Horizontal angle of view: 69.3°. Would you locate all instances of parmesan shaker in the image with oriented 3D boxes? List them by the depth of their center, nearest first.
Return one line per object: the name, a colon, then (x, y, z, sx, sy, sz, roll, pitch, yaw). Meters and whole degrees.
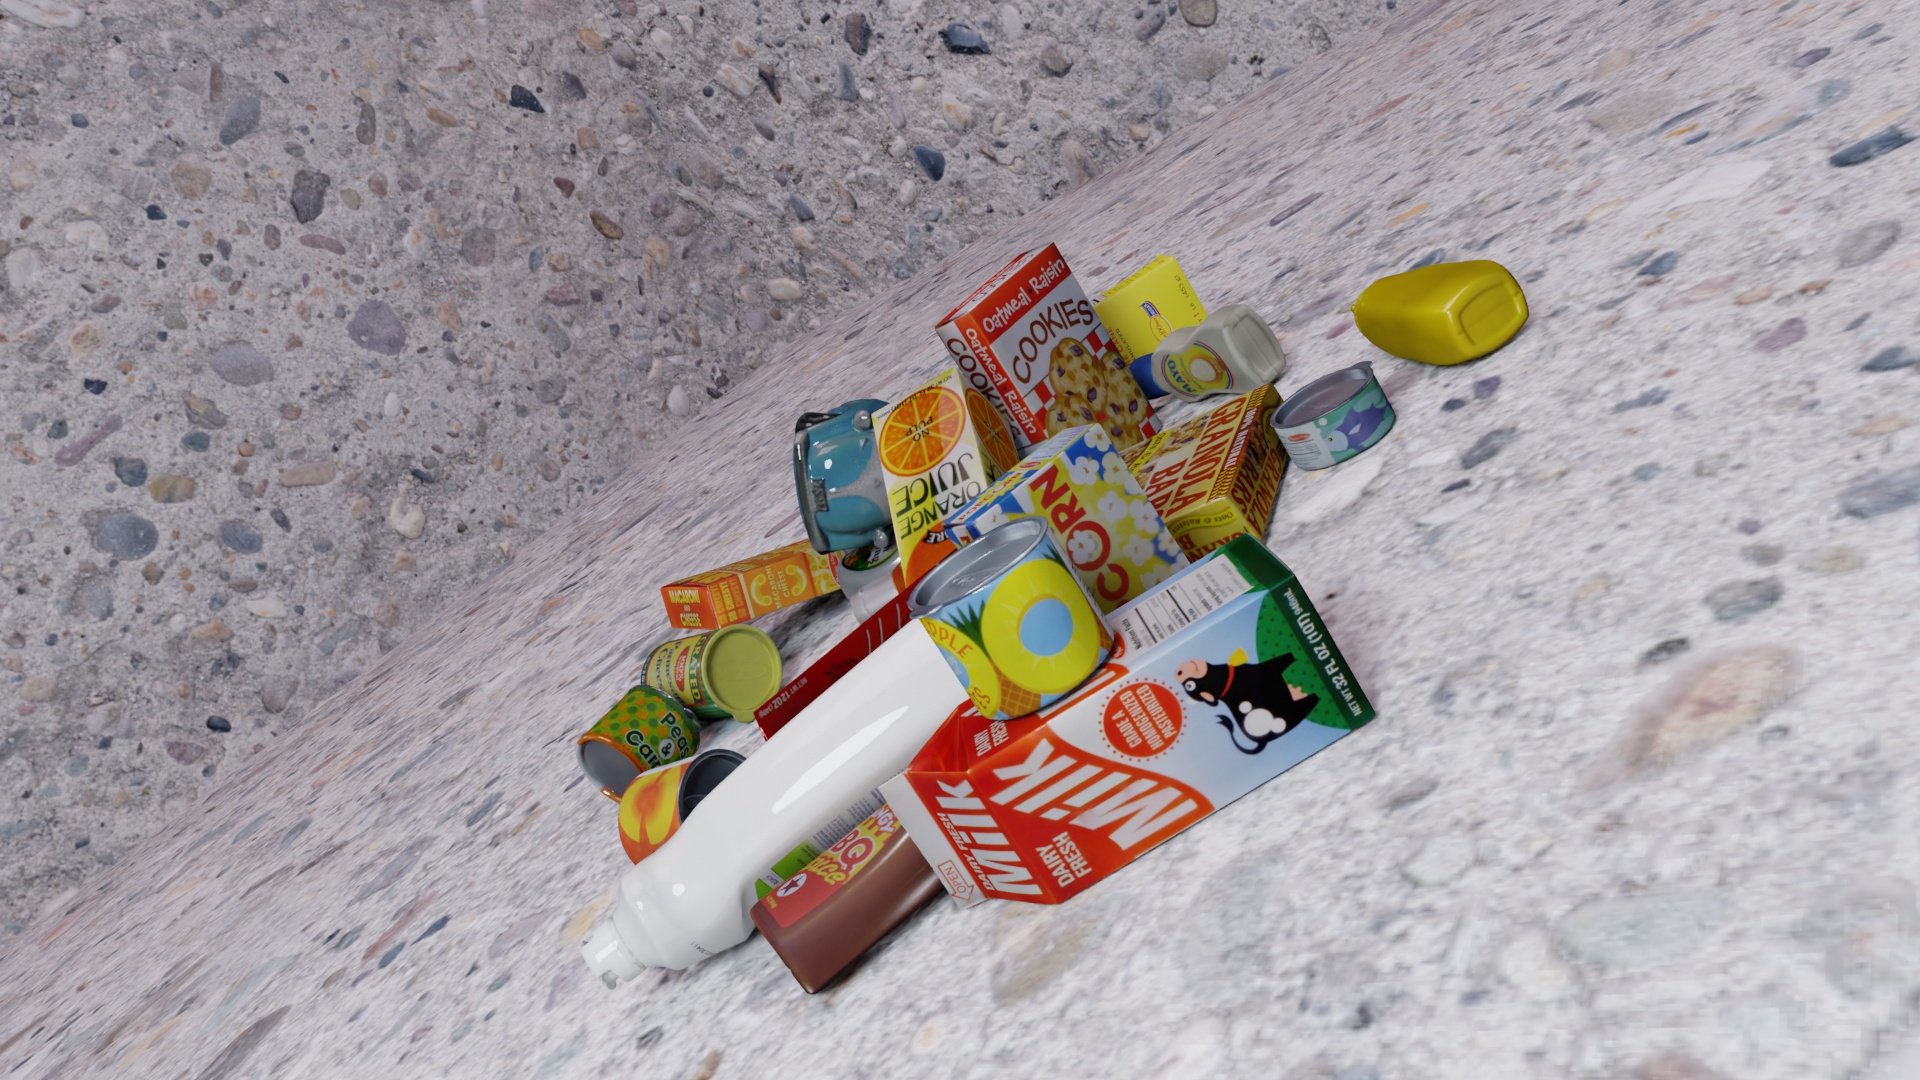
parmesan shaker: (-0.188, 0.104, 1.037, 0.103, 0.071, 0.072, -16, 23, 50)

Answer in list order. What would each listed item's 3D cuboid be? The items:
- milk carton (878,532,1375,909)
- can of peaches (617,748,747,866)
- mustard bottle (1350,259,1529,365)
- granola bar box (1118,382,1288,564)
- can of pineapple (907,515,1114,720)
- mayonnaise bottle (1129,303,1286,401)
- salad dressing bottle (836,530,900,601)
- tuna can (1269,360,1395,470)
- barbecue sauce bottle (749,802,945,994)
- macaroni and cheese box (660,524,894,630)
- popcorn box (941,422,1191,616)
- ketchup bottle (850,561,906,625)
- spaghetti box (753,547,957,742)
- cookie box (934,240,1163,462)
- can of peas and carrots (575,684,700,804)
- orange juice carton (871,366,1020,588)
milk carton: (0.064, 0.082, 0.580, 0.190, 0.072, 0.073, -31, 14, 4)
can of peaches: (-0.151, 0.159, 0.789, 0.058, 0.071, 0.071, -21, 19, 37)
mustard bottle: (0.289, -0.144, 0.875, 0.065, 0.048, 0.160, -33, 14, -3)
granola bar box: (0.132, -0.026, 0.841, 0.124, 0.039, 0.166, -25, 17, 31)
can of pineapple: (0.020, 0.033, 0.567, 0.071, 0.057, 0.071, -30, 14, 8)
mayonnaise bottle: (0.179, -0.134, 1.050, 0.041, 0.064, 0.148, -43, 14, -21)
salad dressing bottle: (-0.023, 0.004, 1.051, 0.147, 0.044, 0.064, -26, 19, 23)
tuna can: (0.222, -0.074, 0.821, 0.071, 0.032, 0.071, -30, 15, 9)
barbecue sauce bottle: (-0.023, 0.139, 0.629, 0.149, 0.043, 0.065, -37, 12, -15)
macaroni and cheese box: (-0.147, 0.029, 1.135, 0.167, 0.040, 0.123, -18, 6, -28)
popcorn box: (0.062, 0.018, 0.675, 0.085, 0.126, 0.038, -38, 12, -21)
ketchup bottle: (-0.007, 0.019, 0.975, 0.148, 0.043, 0.065, -29, 22, 16)
spaghetti box: (-0.022, 0.046, 0.822, 0.249, 0.029, 0.050, -39, -18, 23)
cookie box: (0.067, -0.118, 1.014, 0.040, 0.167, 0.123, -19, 20, 45)
can of peas and carrots: (-0.226, 0.145, 0.979, 0.070, 0.071, 0.059, -19, 21, 42)
orange juice carton: (0.003, -0.011, 0.901, 0.071, 0.073, 0.193, -28, 51, 19)
